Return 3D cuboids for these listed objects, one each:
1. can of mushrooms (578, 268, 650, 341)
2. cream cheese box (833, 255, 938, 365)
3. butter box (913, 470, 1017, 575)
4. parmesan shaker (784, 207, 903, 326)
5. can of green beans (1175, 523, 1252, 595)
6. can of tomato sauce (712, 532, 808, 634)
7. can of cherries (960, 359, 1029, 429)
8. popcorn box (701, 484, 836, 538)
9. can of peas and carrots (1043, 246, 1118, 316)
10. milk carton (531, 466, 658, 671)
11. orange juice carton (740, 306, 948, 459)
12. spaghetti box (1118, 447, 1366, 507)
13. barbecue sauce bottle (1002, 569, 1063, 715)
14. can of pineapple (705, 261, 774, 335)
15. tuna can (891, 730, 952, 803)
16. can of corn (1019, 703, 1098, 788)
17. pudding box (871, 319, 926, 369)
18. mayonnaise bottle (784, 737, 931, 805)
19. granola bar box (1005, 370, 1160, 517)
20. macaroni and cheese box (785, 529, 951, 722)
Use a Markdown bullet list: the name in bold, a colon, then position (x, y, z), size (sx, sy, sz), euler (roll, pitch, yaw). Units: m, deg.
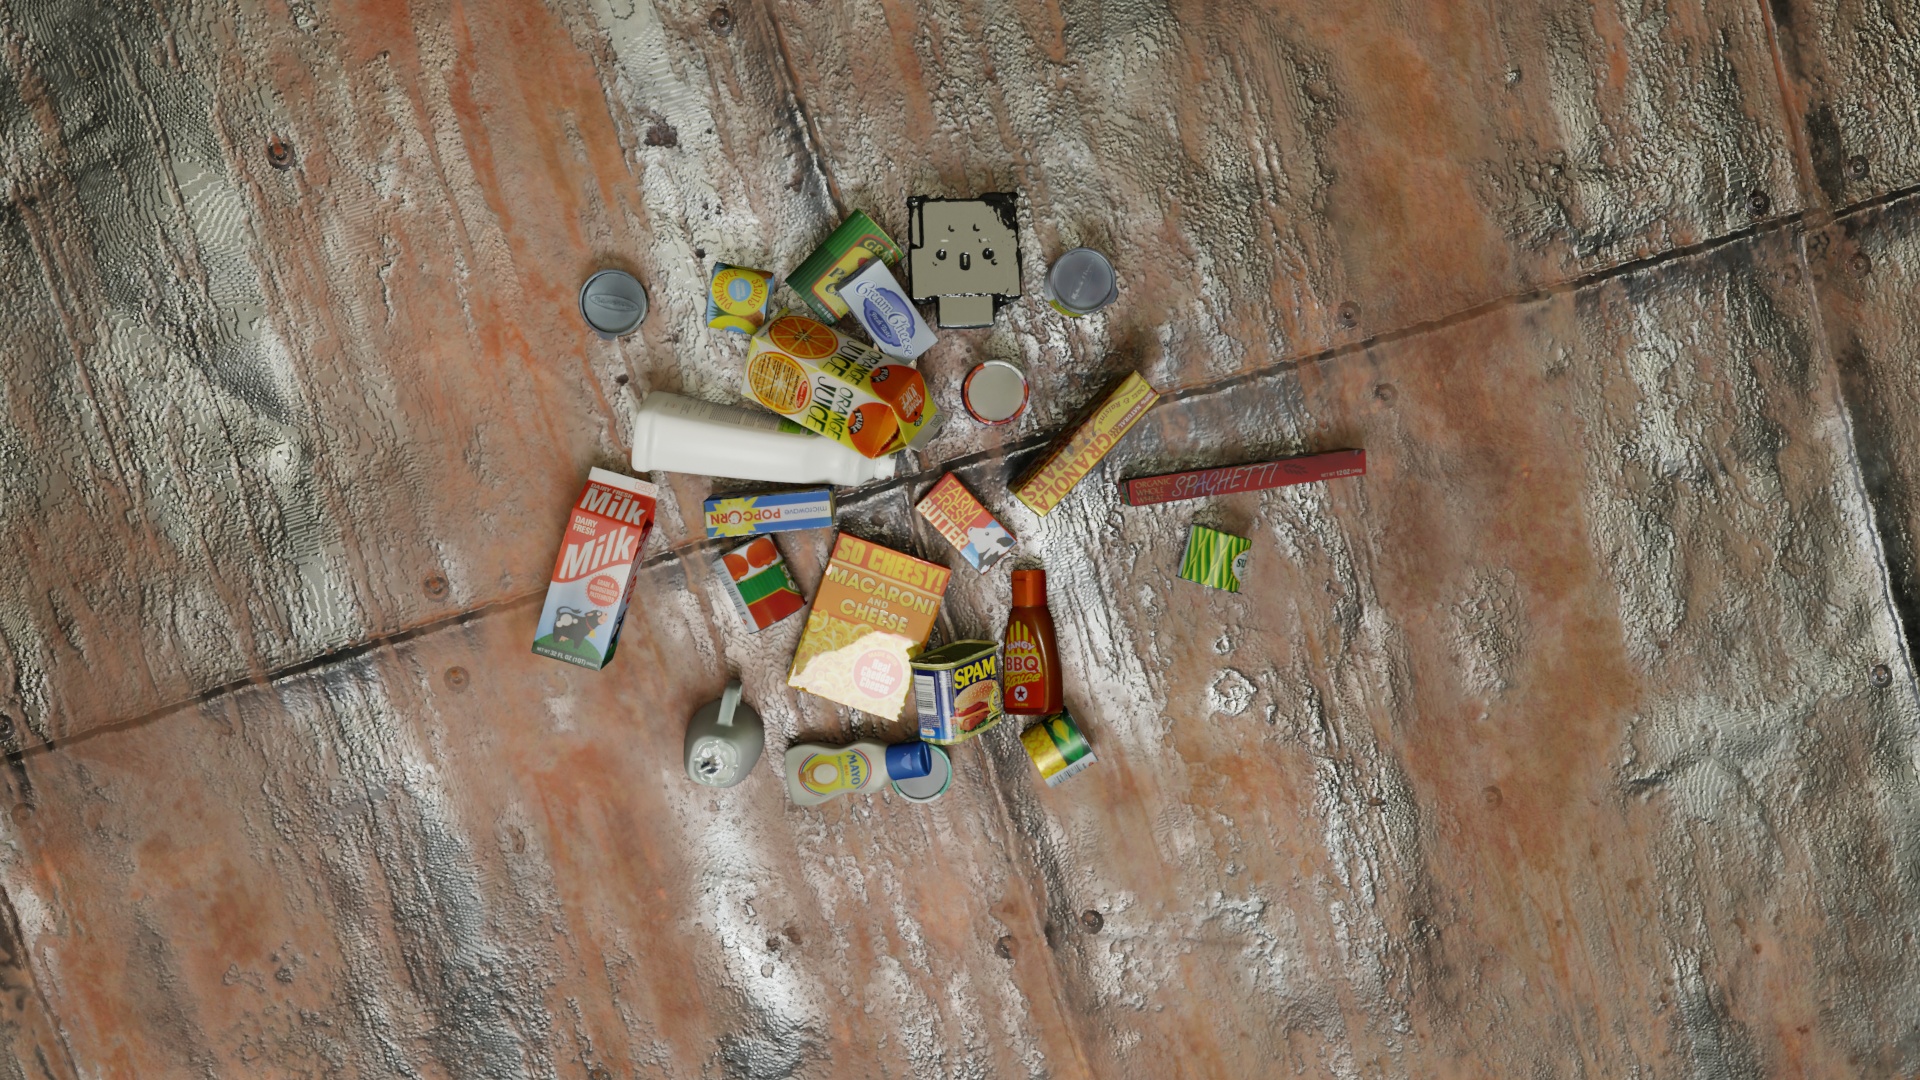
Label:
- **can of mushrooms**: position (-0.345, -0.234, 1.385), size (0.071, 0.033, 0.071), euler (0, 95, -4)
- **cream cheese box**: position (-0.072, -0.222, 1.361), size (0.053, 0.024, 0.103), euler (-39, 117, -2)
- **butter box**: position (0.005, -0.018, 1.430), size (0.053, 0.024, 0.103), euler (-44, 96, 2)
- **parmesan shaker**: position (-0.114, -0.269, 1.382), size (0.071, 0.071, 0.103), euler (45, 92, -6)
- **can of green beans**: position (0.261, 0.018, 1.429), size (0.071, 0.071, 0.057), euler (15, 94, -5)
- **can of tomato sauce**: position (-0.201, 0.042, 1.402), size (0.071, 0.071, 0.083), euler (-27, 96, -1)
- **can of cherries**: position (0.034, -0.146, 1.404), size (0.071, 0.058, 0.071), euler (0, 95, -4)
- **popcorn box**: position (-0.188, -0.031, 1.386), size (0.127, 0.085, 0.038), euler (-5, 98, -3)
- **can of peas and carrots**: position (0.122, -0.259, 1.400), size (0.071, 0.059, 0.071), euler (0, 96, -4)
- **milk carton**: position (-0.360, 0.026, 1.386), size (0.072, 0.073, 0.190), euler (16, 93, -5)
- **orange juice carton**: position (-0.110, -0.146, 1.357), size (0.193, 0.072, 0.072), euler (27, 130, 6)
- **spaghetti box**: position (0.289, -0.066, 1.432), size (0.250, 0.050, 0.028), euler (-8, 95, -3)
- **barbecue sauce bottle**: position (0.073, 0.104, 1.429), size (0.065, 0.044, 0.148), euler (-5, 85, 40)
- **can of pineapple**: position (-0.218, -0.239, 1.374), size (0.058, 0.071, 0.071), euler (9, 95, -5)
- **tuna can**: position (-0.041, 0.236, 1.445), size (0.071, 0.033, 0.071), euler (0, 96, -4)
- **can of corn**: position (0.100, 0.212, 1.437), size (0.058, 0.071, 0.071), euler (-31, 96, 0)
- **pudding box**: position (-0.067, -0.189, 1.408), size (0.050, 0.030, 0.083), euler (12, 94, -4)
- **mayonnaise bottle**: position (-0.104, 0.230, 1.414), size (0.148, 0.041, 0.065), euler (-10, 86, 17)
- **granola bar box**: position (0.120, -0.096, 1.381), size (0.039, 0.124, 0.165), euler (44, 91, -5)
- **macaroni and cheese box**: position (-0.094, 0.087, 1.425), size (0.124, 0.040, 0.166), euler (19, 94, -5)
